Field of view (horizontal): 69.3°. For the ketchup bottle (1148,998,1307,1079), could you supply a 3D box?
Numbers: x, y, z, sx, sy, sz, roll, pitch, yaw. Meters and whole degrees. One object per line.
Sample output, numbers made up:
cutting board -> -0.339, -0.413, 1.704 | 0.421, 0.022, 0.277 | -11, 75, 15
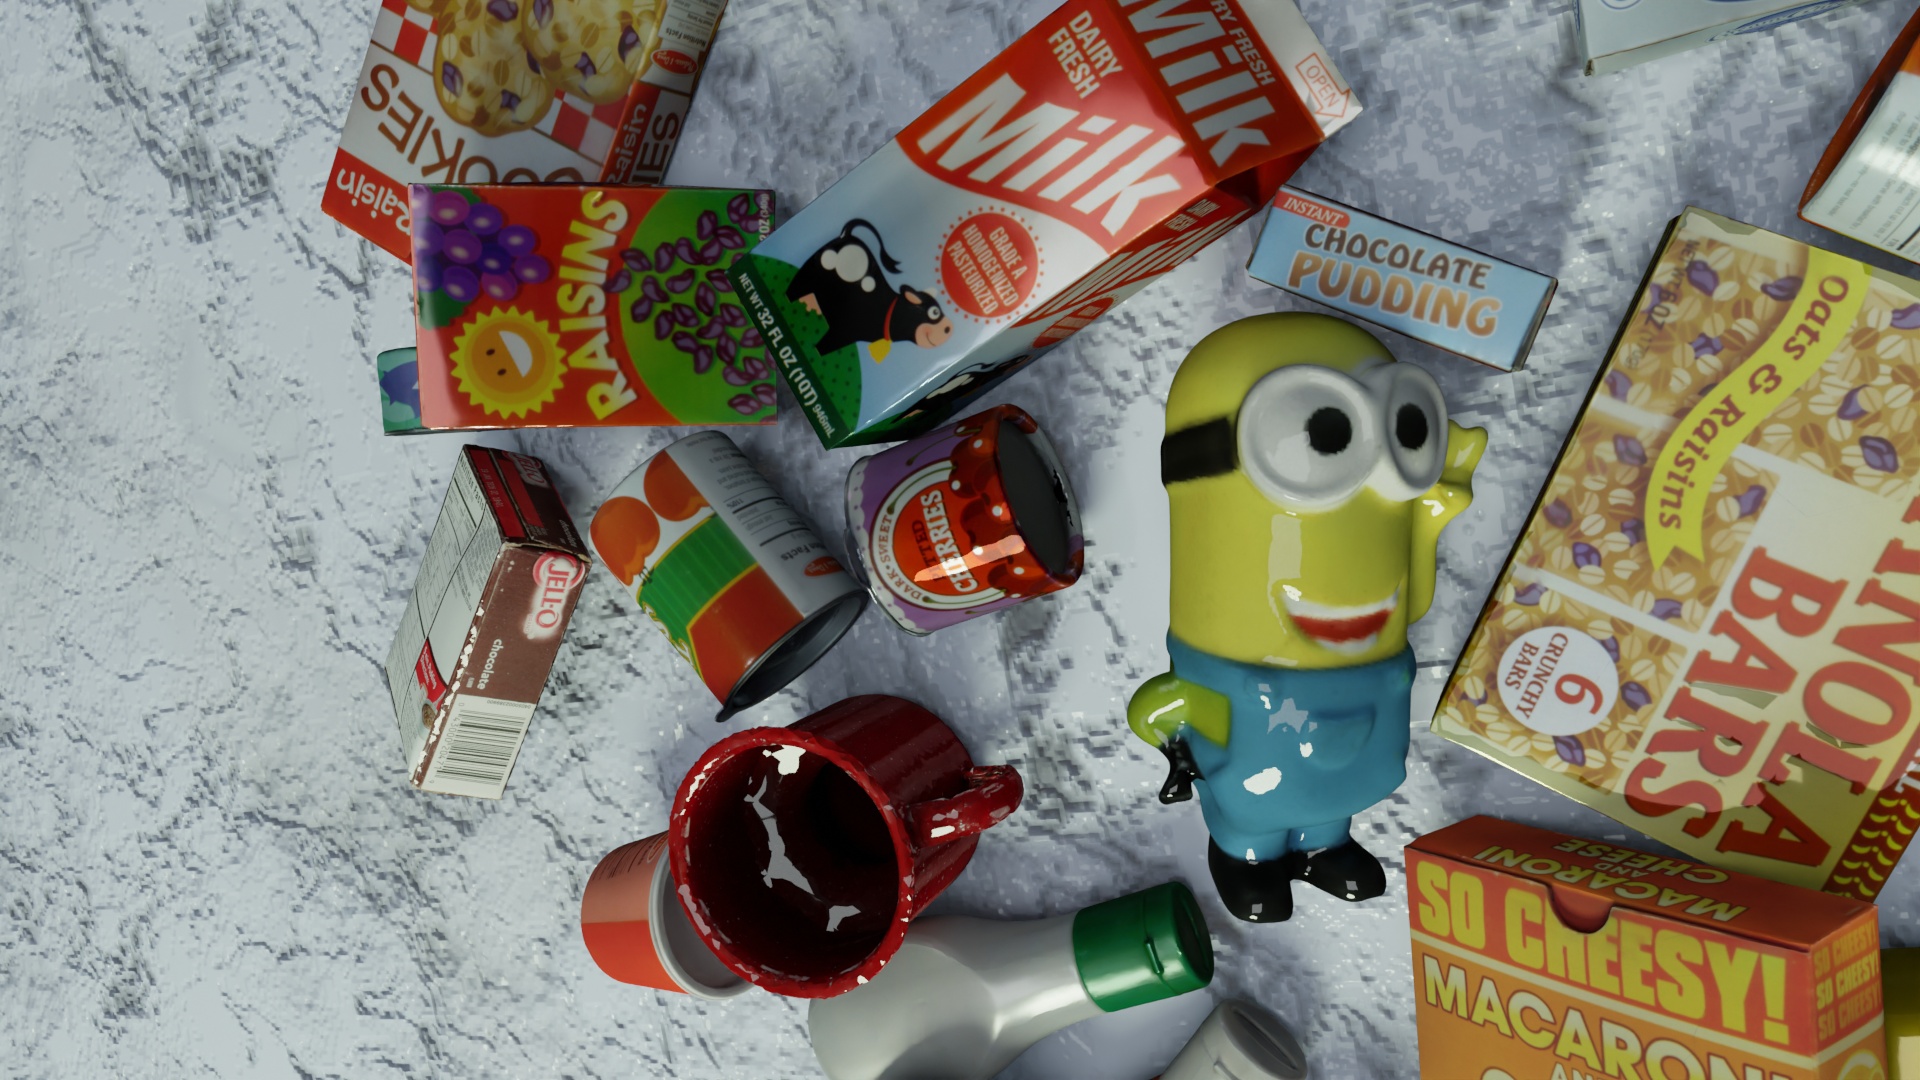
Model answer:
ketchup bottle -> 0.064, 0.226, 0.486 | 0.065, 0.043, 0.148 | 41, 110, 24

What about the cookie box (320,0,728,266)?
cookie box -> -0.168, -0.177, 0.535 | 0.123, 0.040, 0.167 | 30, 107, 16

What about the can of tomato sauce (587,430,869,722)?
can of tomato sauce -> -0.087, 0.012, 0.510 | 0.083, 0.071, 0.071 | 48, 111, 11

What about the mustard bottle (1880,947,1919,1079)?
mustard bottle -> 0.314, 0.135, 0.362 | 0.160, 0.065, 0.049 | -6, 90, 20

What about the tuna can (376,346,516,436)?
tuna can -> -0.195, -0.059, 0.547 | 0.071, 0.071, 0.033 | -3, 95, 23

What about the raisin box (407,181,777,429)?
raisin box -> -0.128, -0.084, 0.497 | 0.123, 0.040, 0.086 | -2, 102, -11

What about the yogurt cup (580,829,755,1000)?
yogurt cup -> -0.109, 0.142, 0.537 | 0.054, 0.072, 0.072 | -15, 91, 36

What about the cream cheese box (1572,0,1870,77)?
cream cheese box -> 0.223, -0.170, 0.382 | 0.103, 0.024, 0.053 | -10, 91, 23

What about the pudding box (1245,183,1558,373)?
pudding box -> 0.133, -0.079, 0.417 | 0.084, 0.050, 0.030 | 25, 108, 19

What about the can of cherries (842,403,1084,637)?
can of cherries -> 0.002, -0.006, 0.469 | 0.058, 0.071, 0.071 | -19, 89, 23

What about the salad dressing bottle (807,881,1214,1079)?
salad dressing bottle -> 0.017, 0.160, 0.499 | 0.147, 0.044, 0.064 | -23, 83, 22

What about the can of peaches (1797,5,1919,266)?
can of peaches -> 0.261, -0.102, 0.354 | 0.058, 0.071, 0.071 | 29, 107, 17

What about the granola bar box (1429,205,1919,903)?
granola bar box -> 0.227, 0.006, 0.394 | 0.124, 0.039, 0.165 | 26, 105, 18

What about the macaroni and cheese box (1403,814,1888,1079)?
macaroni and cheese box -> 0.192, 0.174, 0.396 | 0.123, 0.040, 0.166 | 1, 99, 58

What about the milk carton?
milk carton -> 0.027, -0.108, 0.445 | 0.190, 0.073, 0.072 | -33, 84, 22
